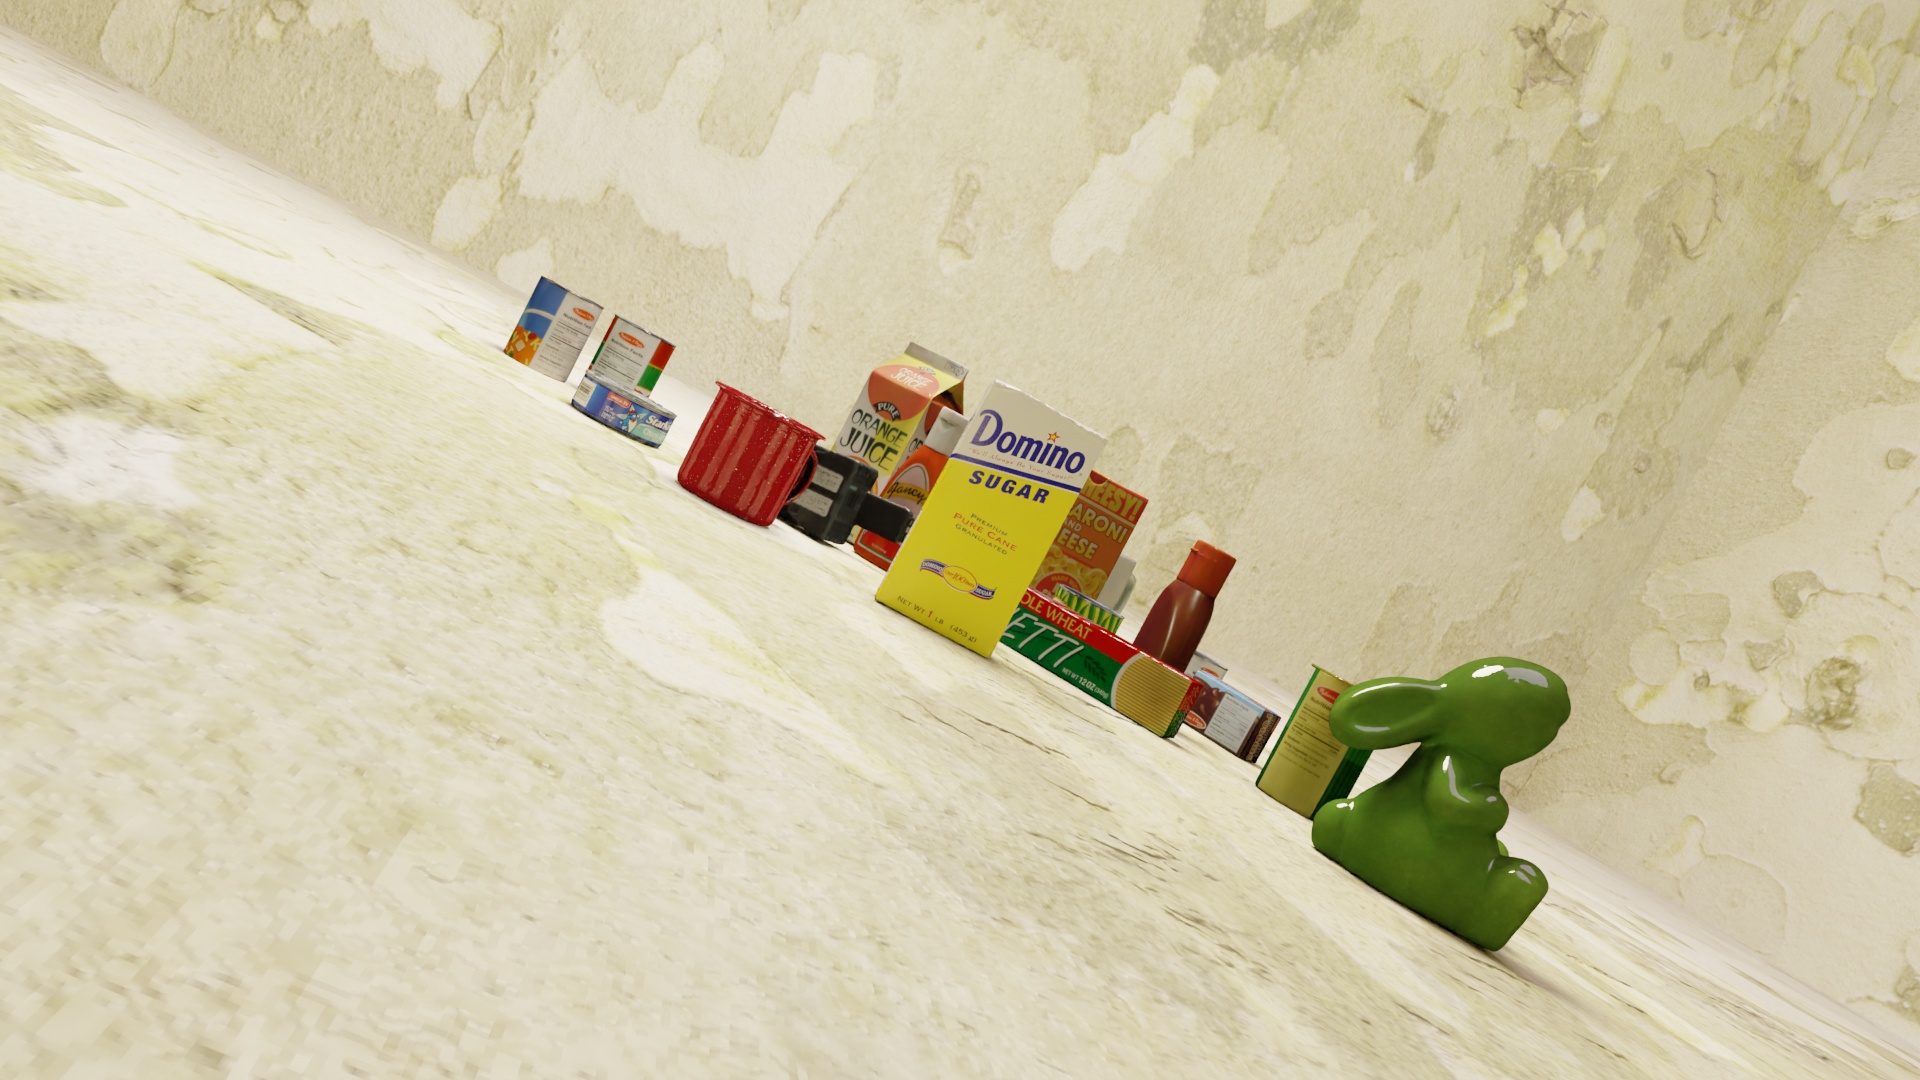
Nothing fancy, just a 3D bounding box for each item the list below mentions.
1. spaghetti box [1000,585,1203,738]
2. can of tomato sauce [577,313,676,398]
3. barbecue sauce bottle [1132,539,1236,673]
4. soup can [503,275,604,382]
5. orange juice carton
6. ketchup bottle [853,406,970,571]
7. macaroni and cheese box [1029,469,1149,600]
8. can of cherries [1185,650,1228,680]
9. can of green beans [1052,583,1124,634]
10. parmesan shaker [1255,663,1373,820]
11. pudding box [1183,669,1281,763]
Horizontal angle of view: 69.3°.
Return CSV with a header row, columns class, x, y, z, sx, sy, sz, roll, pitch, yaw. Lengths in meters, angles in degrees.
class,x,y,z,sx,sy,sz,roll,pitch,yaw
spaghetti box,0.073,0.075,1.106,0.250,0.050,0.028,29,3,28
can of tomato sauce,-0.329,-0.171,1.372,0.071,0.083,0.071,28,2,-1
barbecue sauce bottle,0.176,0.072,1.142,0.043,0.148,0.065,27,2,-17
soup can,-0.397,-0.206,1.352,0.071,0.083,0.071,28,2,-1
orange juice carton,-0.064,-0.089,1.293,0.072,0.192,0.073,29,2,27
ketchup bottle,-0.033,-0.042,1.204,0.065,0.148,0.043,29,2,28
macaroni and cheese box,0.088,0.005,1.333,0.123,0.166,0.040,27,2,-18
can of cherries,0.212,0.132,1.328,0.071,0.058,0.071,28,3,-1
can of green beans,0.106,0.080,1.261,0.071,0.058,0.071,28,3,-1
parmesan shaker,0.273,0.154,1.051,0.071,0.103,0.071,28,2,-1
pudding box,0.233,0.154,1.221,0.030,0.049,0.084,26,3,-45
